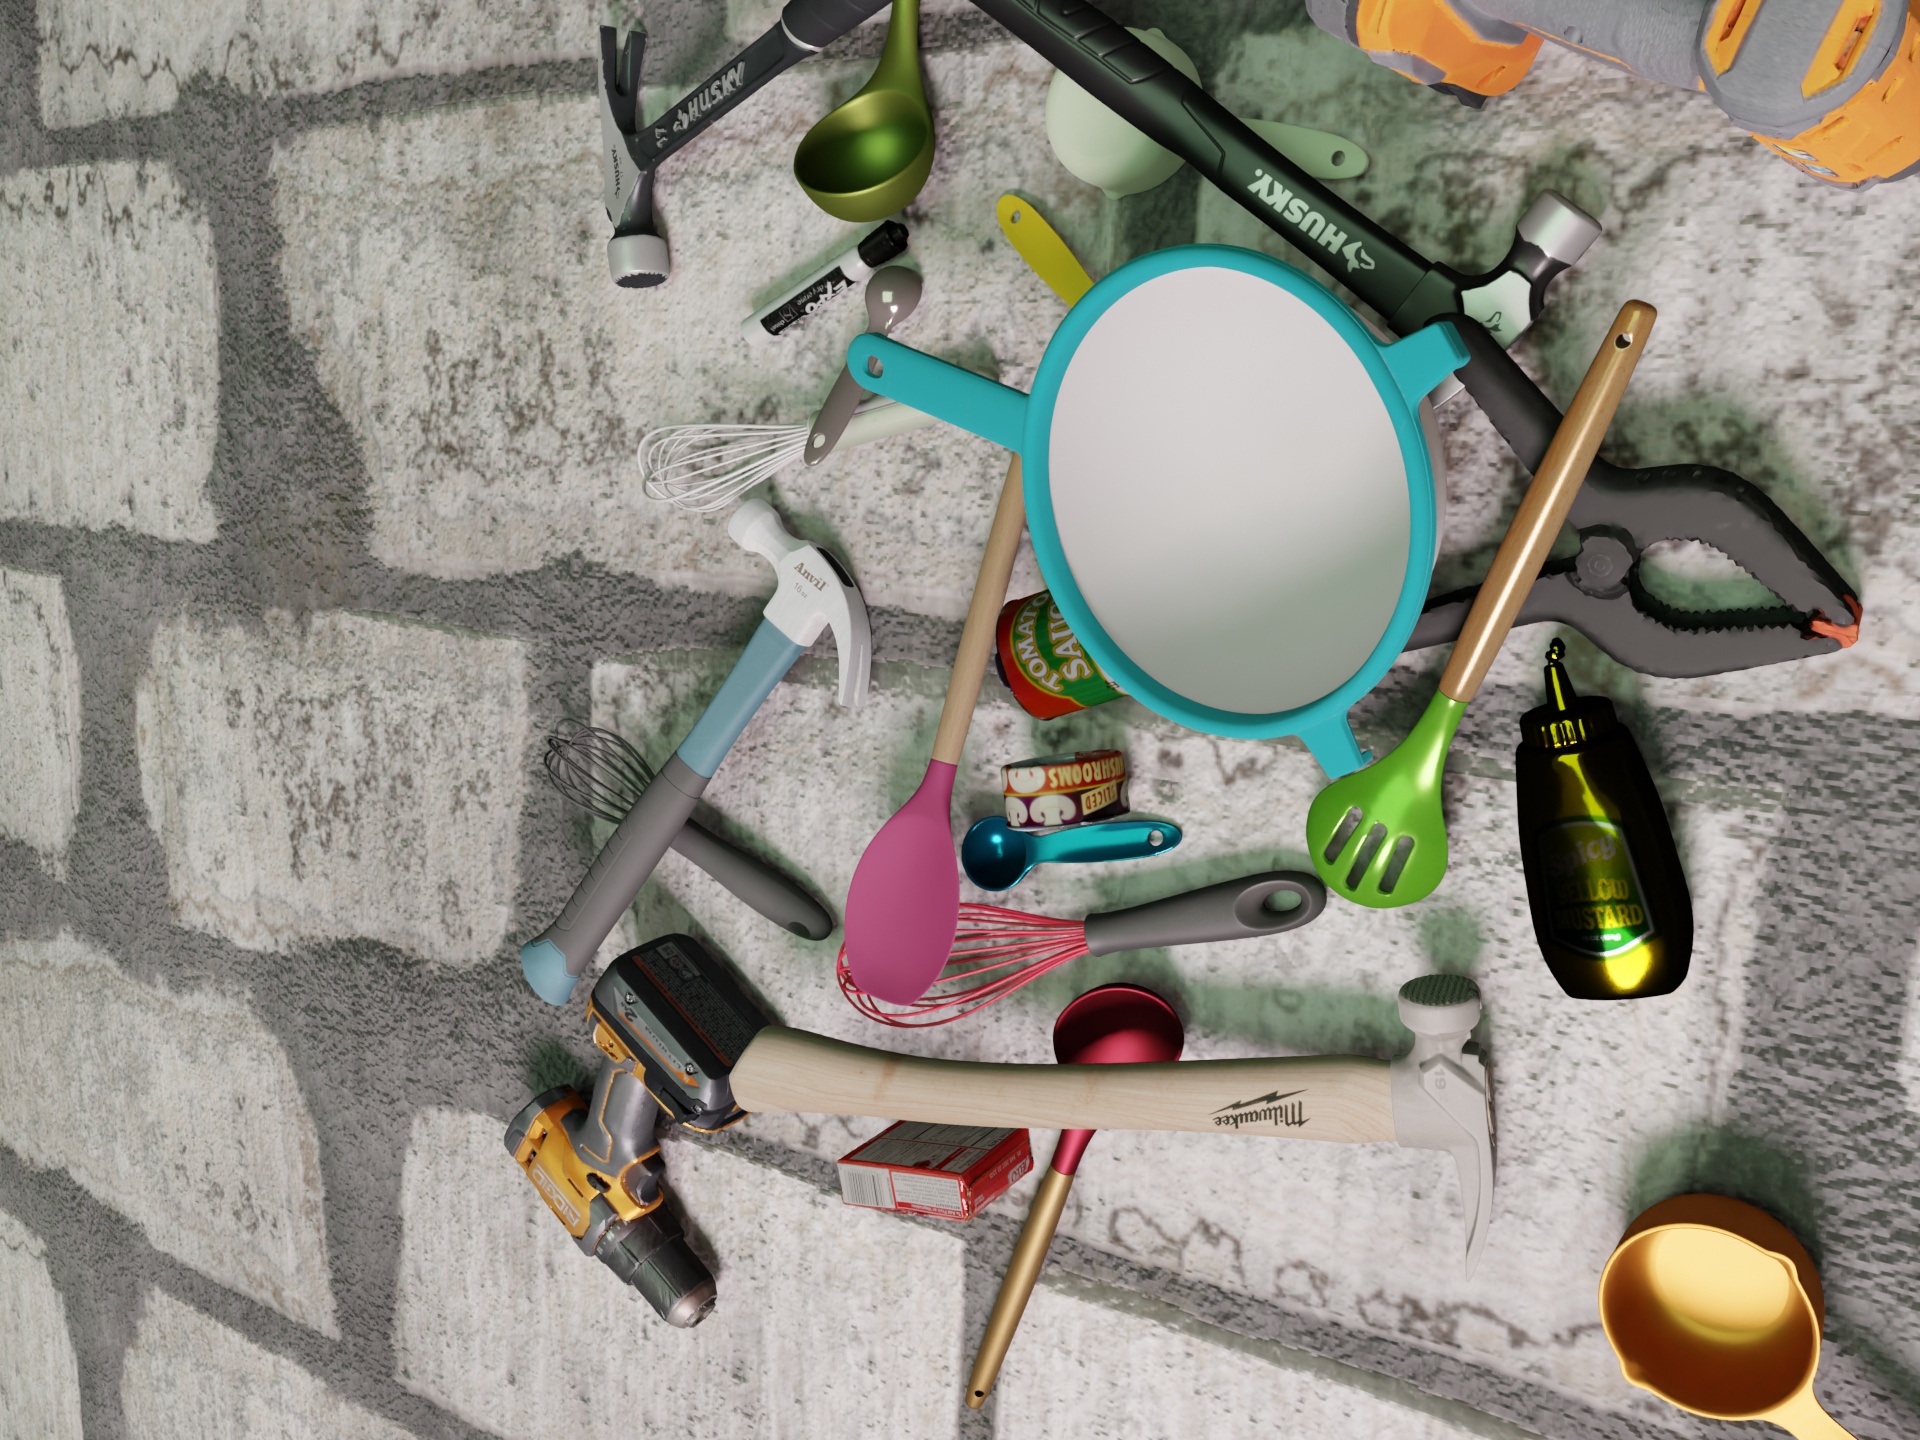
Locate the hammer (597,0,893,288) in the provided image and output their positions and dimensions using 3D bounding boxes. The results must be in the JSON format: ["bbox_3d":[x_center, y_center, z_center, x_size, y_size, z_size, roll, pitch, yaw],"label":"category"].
[{"bbox_3d":[-0.090,-0.350,0.813,0.409,0.036,0.149,-6,91,53],"label":"hammer"}]

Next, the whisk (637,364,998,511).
[{"bbox_3d":[-0.087,-0.164,0.909,0.246,0.058,0.059,-9,127,29],"label":"whisk"}]

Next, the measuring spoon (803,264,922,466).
[{"bbox_3d":[-0.059,-0.196,0.870,0.034,0.018,0.124,22,83,32],"label":"measuring spoon"}]

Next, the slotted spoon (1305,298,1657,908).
[{"bbox_3d":[0.225,-0.034,0.697,0.070,0.031,0.313,29,125,19],"label":"slotted spoon"}]

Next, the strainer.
[{"bbox_3d":[0.089,-0.130,0.738,0.341,0.095,0.210,30,128,37],"label":"strainer"}]

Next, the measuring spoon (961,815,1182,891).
[{"bbox_3d":[0.062,0.069,0.871,0.128,0.021,0.042,-8,81,25],"label":"measuring spoon"}]

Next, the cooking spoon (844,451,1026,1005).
[{"bbox_3d":[-0.001,-0.003,0.853,0.069,0.017,0.319,16,93,26],"label":"cooking spoon"}]

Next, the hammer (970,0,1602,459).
[{"bbox_3d":[0.111,-0.263,0.733,0.335,0.035,0.146,40,119,8],"label":"hammer"}]

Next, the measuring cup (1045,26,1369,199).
[{"bbox_3d":[0.113,-0.285,0.762,0.168,0.038,0.083,25,111,29],"label":"measuring cup"}]

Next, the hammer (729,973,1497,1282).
[{"bbox_3d":[0.064,0.205,0.832,0.411,0.038,0.146,-4,104,24],"label":"hammer"}]

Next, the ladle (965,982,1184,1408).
[{"bbox_3d":[0.052,0.274,0.900,0.069,0.031,0.315,18,112,1],"label":"ladle"}]

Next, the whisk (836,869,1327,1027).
[{"bbox_3d":[0.054,0.119,0.859,0.296,0.073,0.073,-14,90,27],"label":"whisk"}]

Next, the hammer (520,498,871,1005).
[{"bbox_3d":[-0.169,0.036,0.961,0.128,0.033,0.331,40,104,17],"label":"hammer"}]

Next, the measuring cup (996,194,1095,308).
[{"bbox_3d":[0.068,-0.219,0.817,0.062,0.029,0.157,-50,59,28],"label":"measuring cup"}]

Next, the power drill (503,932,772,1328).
[{"bbox_3d":[-0.196,0.273,1.031,0.185,0.084,0.226,44,122,19],"label":"power drill"}]

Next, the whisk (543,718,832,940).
[{"bbox_3d":[-0.174,0.069,1.004,0.239,0.055,0.055,32,114,20],"label":"whisk"}]

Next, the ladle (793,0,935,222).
[{"bbox_3d":[-0.028,-0.421,0.822,0.078,0.062,0.320,17,104,27],"label":"ladle"}]

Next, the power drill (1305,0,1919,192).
[{"bbox_3d":[0.266,-0.264,0.613,0.227,0.164,0.084,37,116,36],"label":"power drill"}]

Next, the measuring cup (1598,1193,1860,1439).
[{"bbox_3d":[0.361,0.283,0.690,0.174,0.052,0.095,45,118,17],"label":"measuring cup"}]
